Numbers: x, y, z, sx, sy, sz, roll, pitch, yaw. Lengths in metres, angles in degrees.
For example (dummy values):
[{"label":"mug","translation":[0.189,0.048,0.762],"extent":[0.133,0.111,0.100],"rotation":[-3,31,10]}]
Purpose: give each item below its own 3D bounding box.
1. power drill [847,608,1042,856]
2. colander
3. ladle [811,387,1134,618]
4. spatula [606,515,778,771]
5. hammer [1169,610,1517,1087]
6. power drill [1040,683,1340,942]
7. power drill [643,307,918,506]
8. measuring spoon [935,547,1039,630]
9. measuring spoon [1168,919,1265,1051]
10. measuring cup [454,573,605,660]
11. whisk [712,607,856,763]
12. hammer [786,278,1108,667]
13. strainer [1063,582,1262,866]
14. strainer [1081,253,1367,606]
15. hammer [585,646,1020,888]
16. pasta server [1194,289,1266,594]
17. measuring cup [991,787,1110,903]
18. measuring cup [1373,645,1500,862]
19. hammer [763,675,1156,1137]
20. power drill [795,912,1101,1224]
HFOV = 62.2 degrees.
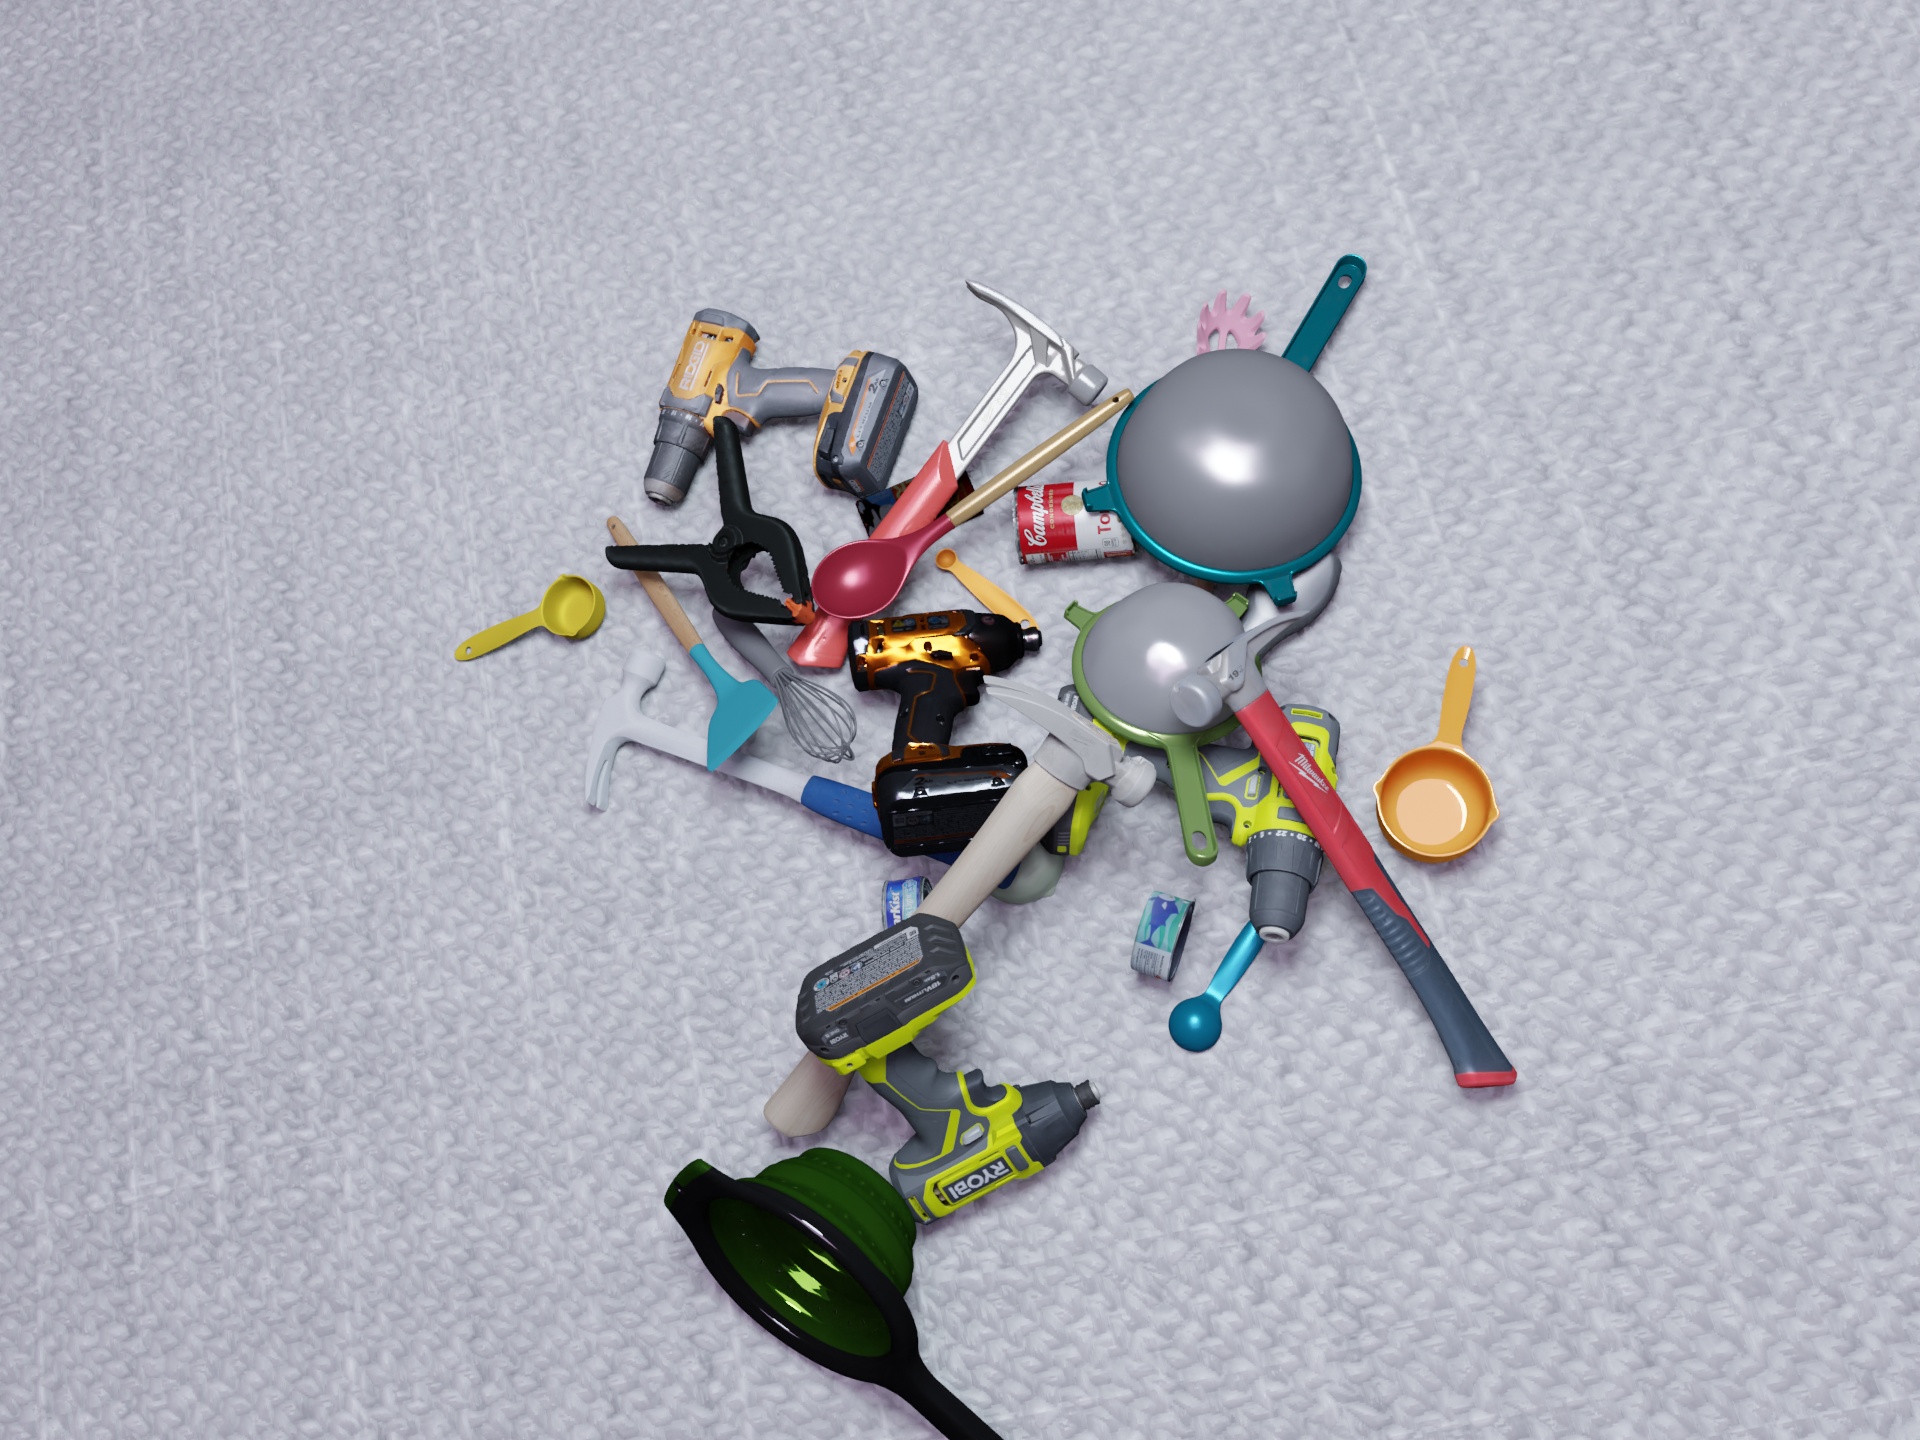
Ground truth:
[{"label":"power drill","translation":[-0.002,-0.004,1.284],"extent":[0.164,0.084,0.227],"rotation":[-7,46,-4]},{"label":"colander","translation":[-0.039,0.444,1.190],"extent":[0.397,0.204,0.094],"rotation":[41,50,3]},{"label":"ladle","translation":[0.012,-0.184,1.331],"extent":[0.315,0.031,0.069],"rotation":[-34,75,4]},{"label":"spatula","translation":[-0.245,-0.083,1.377],"extent":[0.082,0.044,0.318],"rotation":[-45,57,10]},{"label":"hammer","translation":[0.307,0.103,1.189],"extent":[0.143,0.038,0.386],"rotation":[-35,93,-34]},{"label":"power drill","translation":[0.177,0.066,1.243],"extent":[0.228,0.080,0.191],"rotation":[10,61,8]},{"label":"power drill","translation":[-0.172,-0.263,1.431],"extent":[0.226,0.084,0.185],"rotation":[17,80,19]},{"label":"measuring spoon","translation":[0.024,-0.110,1.384],"extent":[0.117,0.011,0.021],"rotation":[40,84,15]},{"label":"measuring spoon","translation":[0.207,0.202,1.249],"extent":[0.042,0.021,0.128],"rotation":[32,84,18]},{"label":"measuring cup","translation":[-0.392,-0.084,1.454],"extent":[0.156,0.029,0.062],"rotation":[-21,71,17]},{"label":"whisk","translation":[-0.154,-0.037,1.345],"extent":[0.055,0.055,0.239],"rotation":[-43,49,-3]},{"label":"hammer","translation":[-0.038,-0.197,1.370],"extent":[0.149,0.037,0.359],"rotation":[38,94,2]},{"label":"strainer","translation":[0.167,-0.014,1.205],"extent":[0.151,0.069,0.257],"rotation":[-3,54,-3]},{"label":"strainer","translation":[0.257,-0.274,1.297],"extent":[0.211,0.095,0.340],"rotation":[28,73,12]},{"label":"hammer","translation":[-0.139,0.060,1.331],"extent":[0.406,0.035,0.144],"rotation":[18,79,22]},{"label":"pasta server","translation":[0.218,-0.215,1.360],"extent":[0.060,0.040,0.316],"rotation":[8,77,-4]},{"label":"measuring cup","translation":[0.078,0.079,1.301],"extent":[0.167,0.038,0.083],"rotation":[-43,71,-1]},{"label":"measuring cup","translation":[0.380,0.029,1.251],"extent":[0.095,0.052,0.174],"rotation":[12,75,14]},{"label":"hammer","translation":[-0.033,0.155,1.200],"extent":[0.146,0.038,0.410],"rotation":[32,107,-17]},{"label":"power drill","translation":[-0.008,0.260,1.189],"extent":[0.171,0.223,0.080],"rotation":[-29,26,4]}]
